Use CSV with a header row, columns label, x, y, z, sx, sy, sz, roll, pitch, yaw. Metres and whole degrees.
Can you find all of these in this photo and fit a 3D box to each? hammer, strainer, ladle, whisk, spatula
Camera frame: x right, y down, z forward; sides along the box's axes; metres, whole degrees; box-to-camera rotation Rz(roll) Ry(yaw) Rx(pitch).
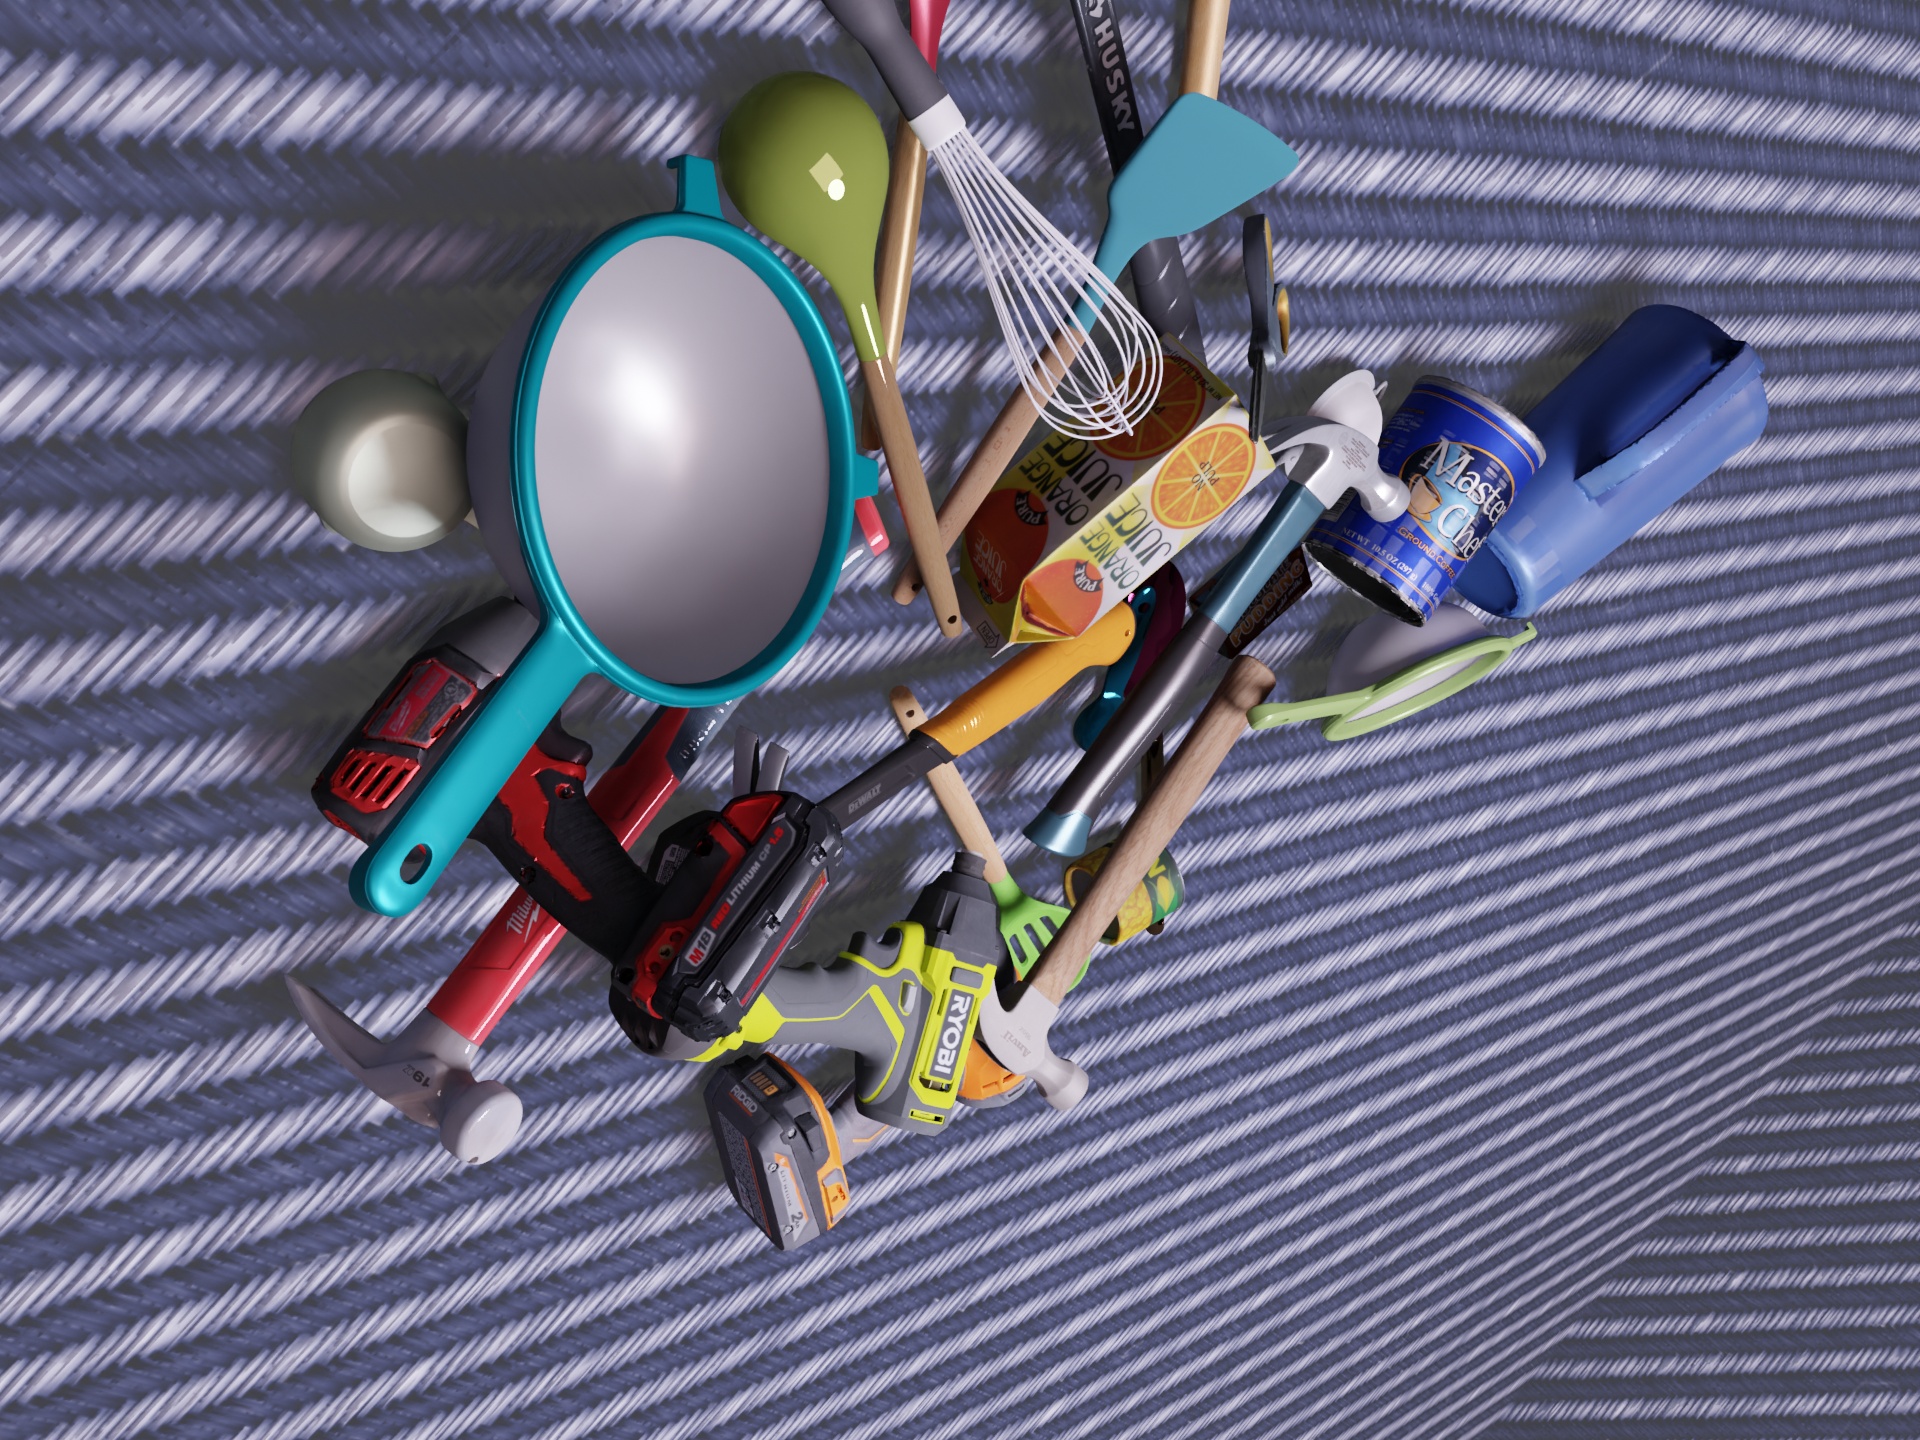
label,x,y,z,sx,sy,sz,roll,pitch,yaw
hammer,-0.172,0.022,0.808,0.386,0.143,0.038,-54,153,-15
strainer,-0.172,-0.065,0.680,0.340,0.095,0.210,-61,140,-29
ladle,-0.043,-0.169,0.807,0.078,0.062,0.319,-28,134,-12
whisk,0.007,-0.251,0.743,0.070,0.070,0.284,-41,112,-12
spatula,0.050,-0.181,0.838,0.082,0.044,0.317,14,122,-37
hammer,0.096,-0.285,0.844,0.149,0.036,0.408,-42,142,-13
hammer,0.114,0.088,1.067,0.130,0.031,0.331,43,71,-22
strainer,0.197,-0.163,1.032,0.258,0.050,0.086,-25,145,-22
ladle,-0.025,-0.281,0.772,0.069,0.031,0.315,-13,126,-34
strainer,0.286,-0.040,1.151,0.256,0.069,0.151,-10,160,-39
hammer,0.152,-0.050,1.007,0.128,0.033,0.331,36,91,-36
hammer,-0.001,-0.003,0.904,0.337,0.034,0.127,-34,137,-42
whisk,0.132,-0.409,0.811,0.051,0.047,0.244,-22,132,-31

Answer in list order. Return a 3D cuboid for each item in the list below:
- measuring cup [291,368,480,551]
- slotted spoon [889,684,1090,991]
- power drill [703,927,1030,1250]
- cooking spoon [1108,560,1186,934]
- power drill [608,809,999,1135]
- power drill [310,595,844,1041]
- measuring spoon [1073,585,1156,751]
label,x,y,z,sx,sy,sz,roll,pitch,yaw
measuring cup,-0.217,-0.093,0.718,0.167,0.038,0.083,32,94,-45
slotted spoon,0.017,0.085,1.047,0.070,0.031,0.313,-30,132,-3
power drill,-0.051,0.224,1.045,0.226,0.084,0.164,-29,130,-29
cooking spoon,0.136,0.030,1.120,0.069,0.017,0.318,-26,130,-26
power drill,-0.076,0.137,0.924,0.223,0.080,0.171,23,78,-38
power drill,-0.169,0.037,0.730,0.143,0.220,0.078,-57,172,-17
measuring spoon,0.108,-0.028,1.041,0.042,0.021,0.128,1,123,-24
